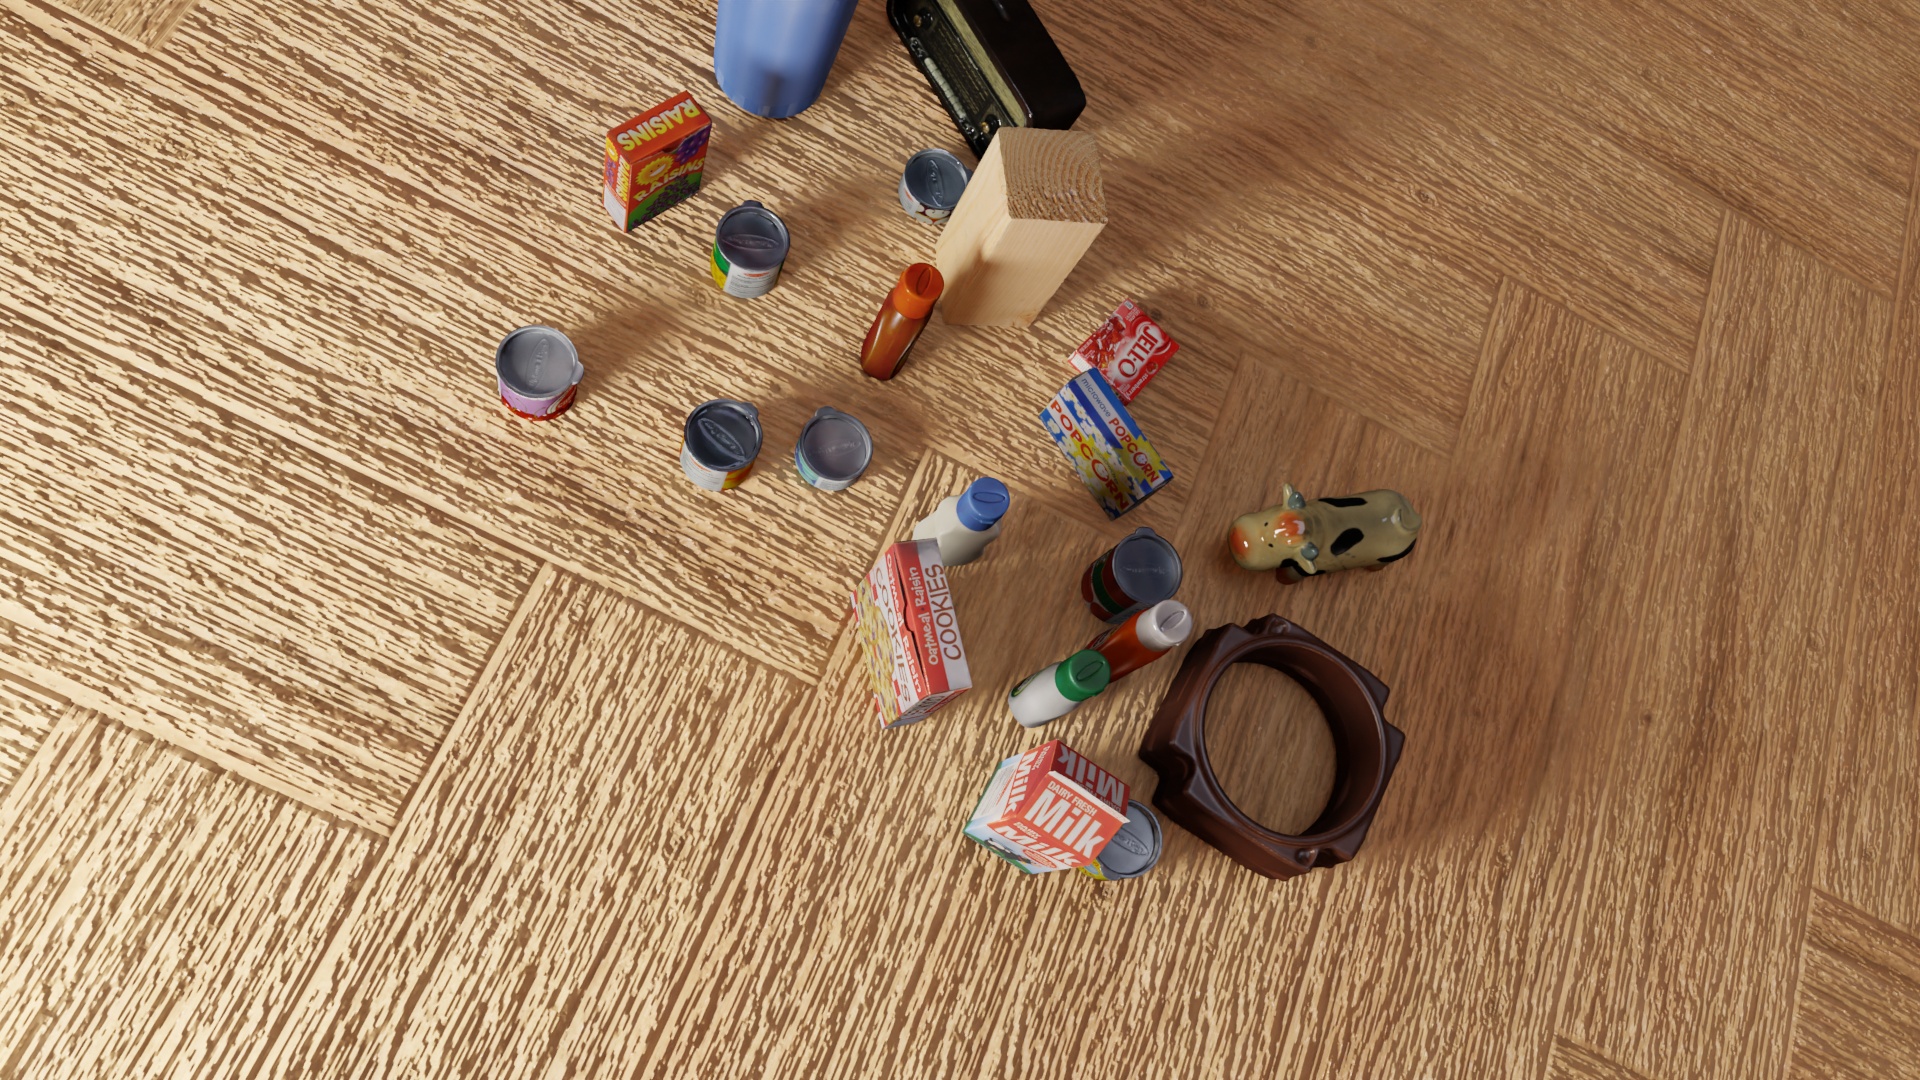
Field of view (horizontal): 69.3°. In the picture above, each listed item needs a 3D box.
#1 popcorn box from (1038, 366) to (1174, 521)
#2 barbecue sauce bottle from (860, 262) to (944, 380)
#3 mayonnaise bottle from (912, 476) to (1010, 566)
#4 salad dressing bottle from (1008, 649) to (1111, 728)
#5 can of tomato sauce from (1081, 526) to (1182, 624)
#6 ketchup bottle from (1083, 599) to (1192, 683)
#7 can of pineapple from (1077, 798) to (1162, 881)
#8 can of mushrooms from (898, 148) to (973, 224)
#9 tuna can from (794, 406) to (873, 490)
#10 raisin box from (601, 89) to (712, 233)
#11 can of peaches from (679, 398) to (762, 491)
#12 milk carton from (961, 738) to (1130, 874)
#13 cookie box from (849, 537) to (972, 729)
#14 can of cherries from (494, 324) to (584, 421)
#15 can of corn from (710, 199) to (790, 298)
[{"bbox_3d":[0.133,-0.088,1.285,0.038,0.085,0.127,-32,85,-22],"label":"popcorn box"},{"bbox_3d":[-0.051,-0.197,1.231,0.044,0.148,0.065,24,69,-8],"label":"barbecue sauce bottle"},{"bbox_3d":[0.004,-0.015,1.190,0.065,0.147,0.041,3,73,-16],"label":"mayonnaise bottle"},{"bbox_3d":[0.084,0.124,1.170,0.064,0.147,0.044,-30,84,-22],"label":"salad dressing bottle"},{"bbox_3d":[0.153,0.033,1.254,0.071,0.083,0.071,5,72,-15],"label":"can of tomato sauce"},{"bbox_3d":[0.155,0.087,1.202,0.065,0.148,0.043,-35,86,-23],"label":"ketchup bottle"},{"bbox_3d":[0.130,0.258,1.190,0.071,0.057,0.071,5,72,-15],"label":"can of pineapple"},{"bbox_3d":[-0.024,-0.343,1.347,0.071,0.033,0.071,5,72,-15],"label":"can of mushrooms"},{"bbox_3d":[-0.114,-0.081,1.238,0.071,0.032,0.071,5,72,-15],"label":"tuna can"},{"bbox_3d":[-0.269,-0.331,1.222,0.086,0.123,0.040,-36,86,-23],"label":"raisin box"},{"bbox_3d":[-0.206,-0.083,1.198,0.071,0.058,0.071,5,72,-15],"label":"can of peaches"},{"bbox_3d":[0.072,0.215,1.115,0.072,0.190,0.074,33,68,-5],"label":"milk carton"},{"bbox_3d":[-0.044,0.080,1.136,0.040,0.167,0.123,-10,77,-19],"label":"cookie box"},{"bbox_3d":[-0.354,-0.139,1.172,0.071,0.058,0.071,5,72,-15],"label":"can of cherries"},{"bbox_3d":[-0.192,-0.263,1.259,0.071,0.058,0.071,5,72,-15],"label":"can of corn"}]
